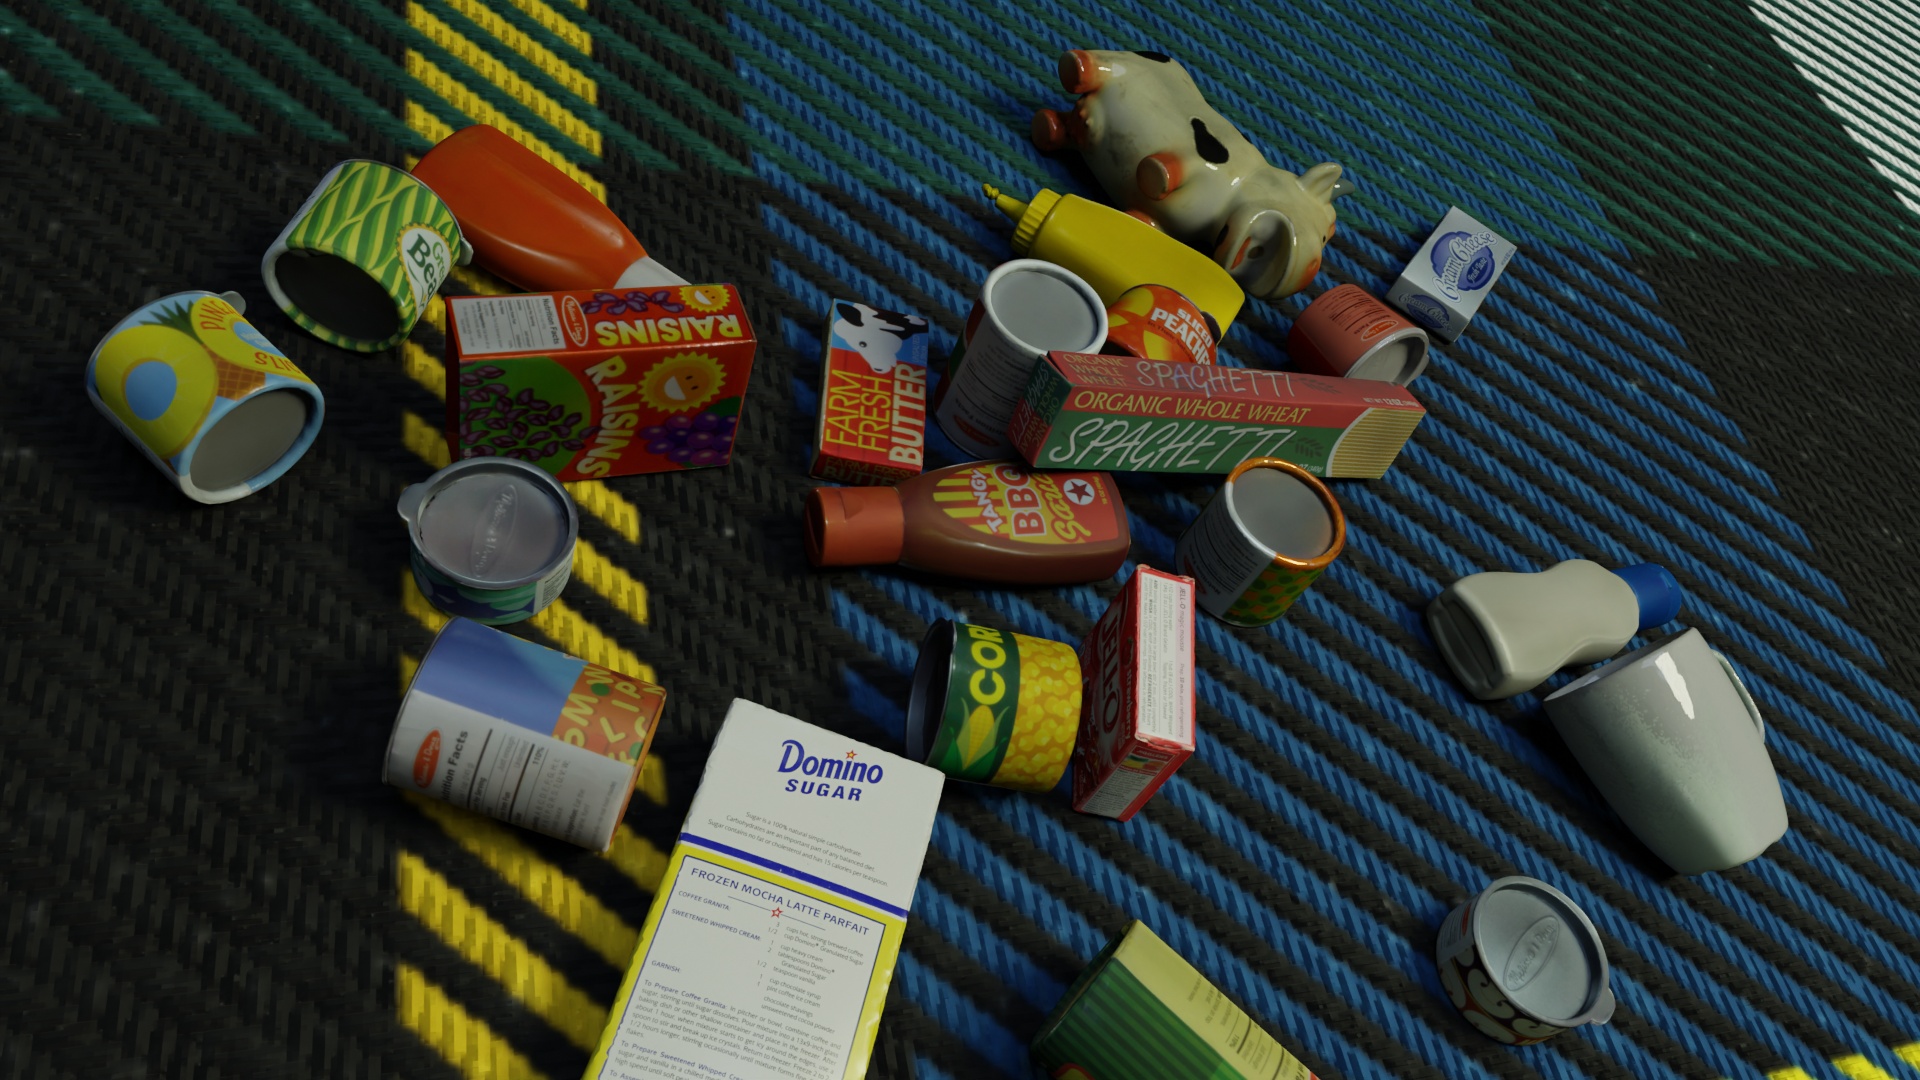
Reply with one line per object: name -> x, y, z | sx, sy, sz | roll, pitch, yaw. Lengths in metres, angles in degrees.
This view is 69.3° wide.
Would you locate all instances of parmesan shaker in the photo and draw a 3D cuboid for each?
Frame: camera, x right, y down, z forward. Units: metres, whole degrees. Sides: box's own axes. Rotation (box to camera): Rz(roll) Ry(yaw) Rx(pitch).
parmesan shaker -> 0.085, 0.201, 0.522 | 0.103, 0.071, 0.072 | 40, 52, 11

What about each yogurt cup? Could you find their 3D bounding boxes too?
yogurt cup -> 0.225, -0.110, 0.798 | 0.072, 0.072, 0.054 | -17, 56, -30

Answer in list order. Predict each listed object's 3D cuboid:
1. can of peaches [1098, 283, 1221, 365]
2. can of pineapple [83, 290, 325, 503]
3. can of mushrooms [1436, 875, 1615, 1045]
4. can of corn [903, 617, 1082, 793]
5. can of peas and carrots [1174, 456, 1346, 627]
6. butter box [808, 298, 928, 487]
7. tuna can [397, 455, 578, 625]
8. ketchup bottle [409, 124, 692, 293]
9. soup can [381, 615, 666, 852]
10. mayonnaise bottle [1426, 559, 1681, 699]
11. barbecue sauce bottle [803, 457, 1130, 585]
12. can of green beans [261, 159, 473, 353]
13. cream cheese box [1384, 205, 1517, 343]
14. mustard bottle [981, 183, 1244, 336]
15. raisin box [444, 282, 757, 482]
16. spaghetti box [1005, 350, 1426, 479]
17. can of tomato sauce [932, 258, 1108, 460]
can of peaches -> 0.094, -0.094, 0.731 | 0.071, 0.071, 0.058 | 41, 53, 10
can of pineapple -> -0.301, -0.058, 0.559 | 0.058, 0.070, 0.071 | 41, 52, 9
can of mushrooms -> 0.248, 0.187, 0.611 | 0.071, 0.033, 0.071 | 10, 52, -14
can of corn -> 0.014, 0.068, 0.585 | 0.058, 0.070, 0.071 | 12, 53, -13
can of peas and carrots -> 0.151, 0.000, 0.693 | 0.071, 0.058, 0.071 | 10, 54, -14
butter box -> -0.044, -0.072, 0.693 | 0.053, 0.024, 0.104 | 10, 53, -13
tuna can -> -0.197, 0.000, 0.579 | 0.071, 0.032, 0.071 | 10, 53, -14
ketchup bottle -> -0.191, -0.143, 0.676 | 0.149, 0.043, 0.065 | 33, 52, 4
soup can -> -0.160, 0.071, 0.521 | 0.084, 0.071, 0.072 | 20, 52, -7
mayonnaise bottle -> 0.321, 0.041, 0.740 | 0.148, 0.041, 0.065 | -9, 61, -27
barbecue sauce bottle -> 0.002, -0.008, 0.652 | 0.149, 0.043, 0.065 | -2, 54, -22
can of green beans -> -0.267, -0.126, 0.622 | 0.071, 0.071, 0.058 | 19, 52, -7
cream cheese box -> 0.319, -0.174, 0.903 | 0.053, 0.024, 0.104 | 36, 51, 8
mustard bottle -> 0.080, -0.158, 0.786 | 0.160, 0.048, 0.066 | 33, 50, 5
raisin box -> -0.158, -0.067, 0.607 | 0.124, 0.085, 0.040 | -8, 55, -25
spaghetti box -> 0.137, -0.061, 0.706 | 0.251, 0.050, 0.029 | 0, 40, -34
can of tomato sauce -> 0.030, -0.090, 0.696 | 0.071, 0.082, 0.071 | 10, 53, -14
